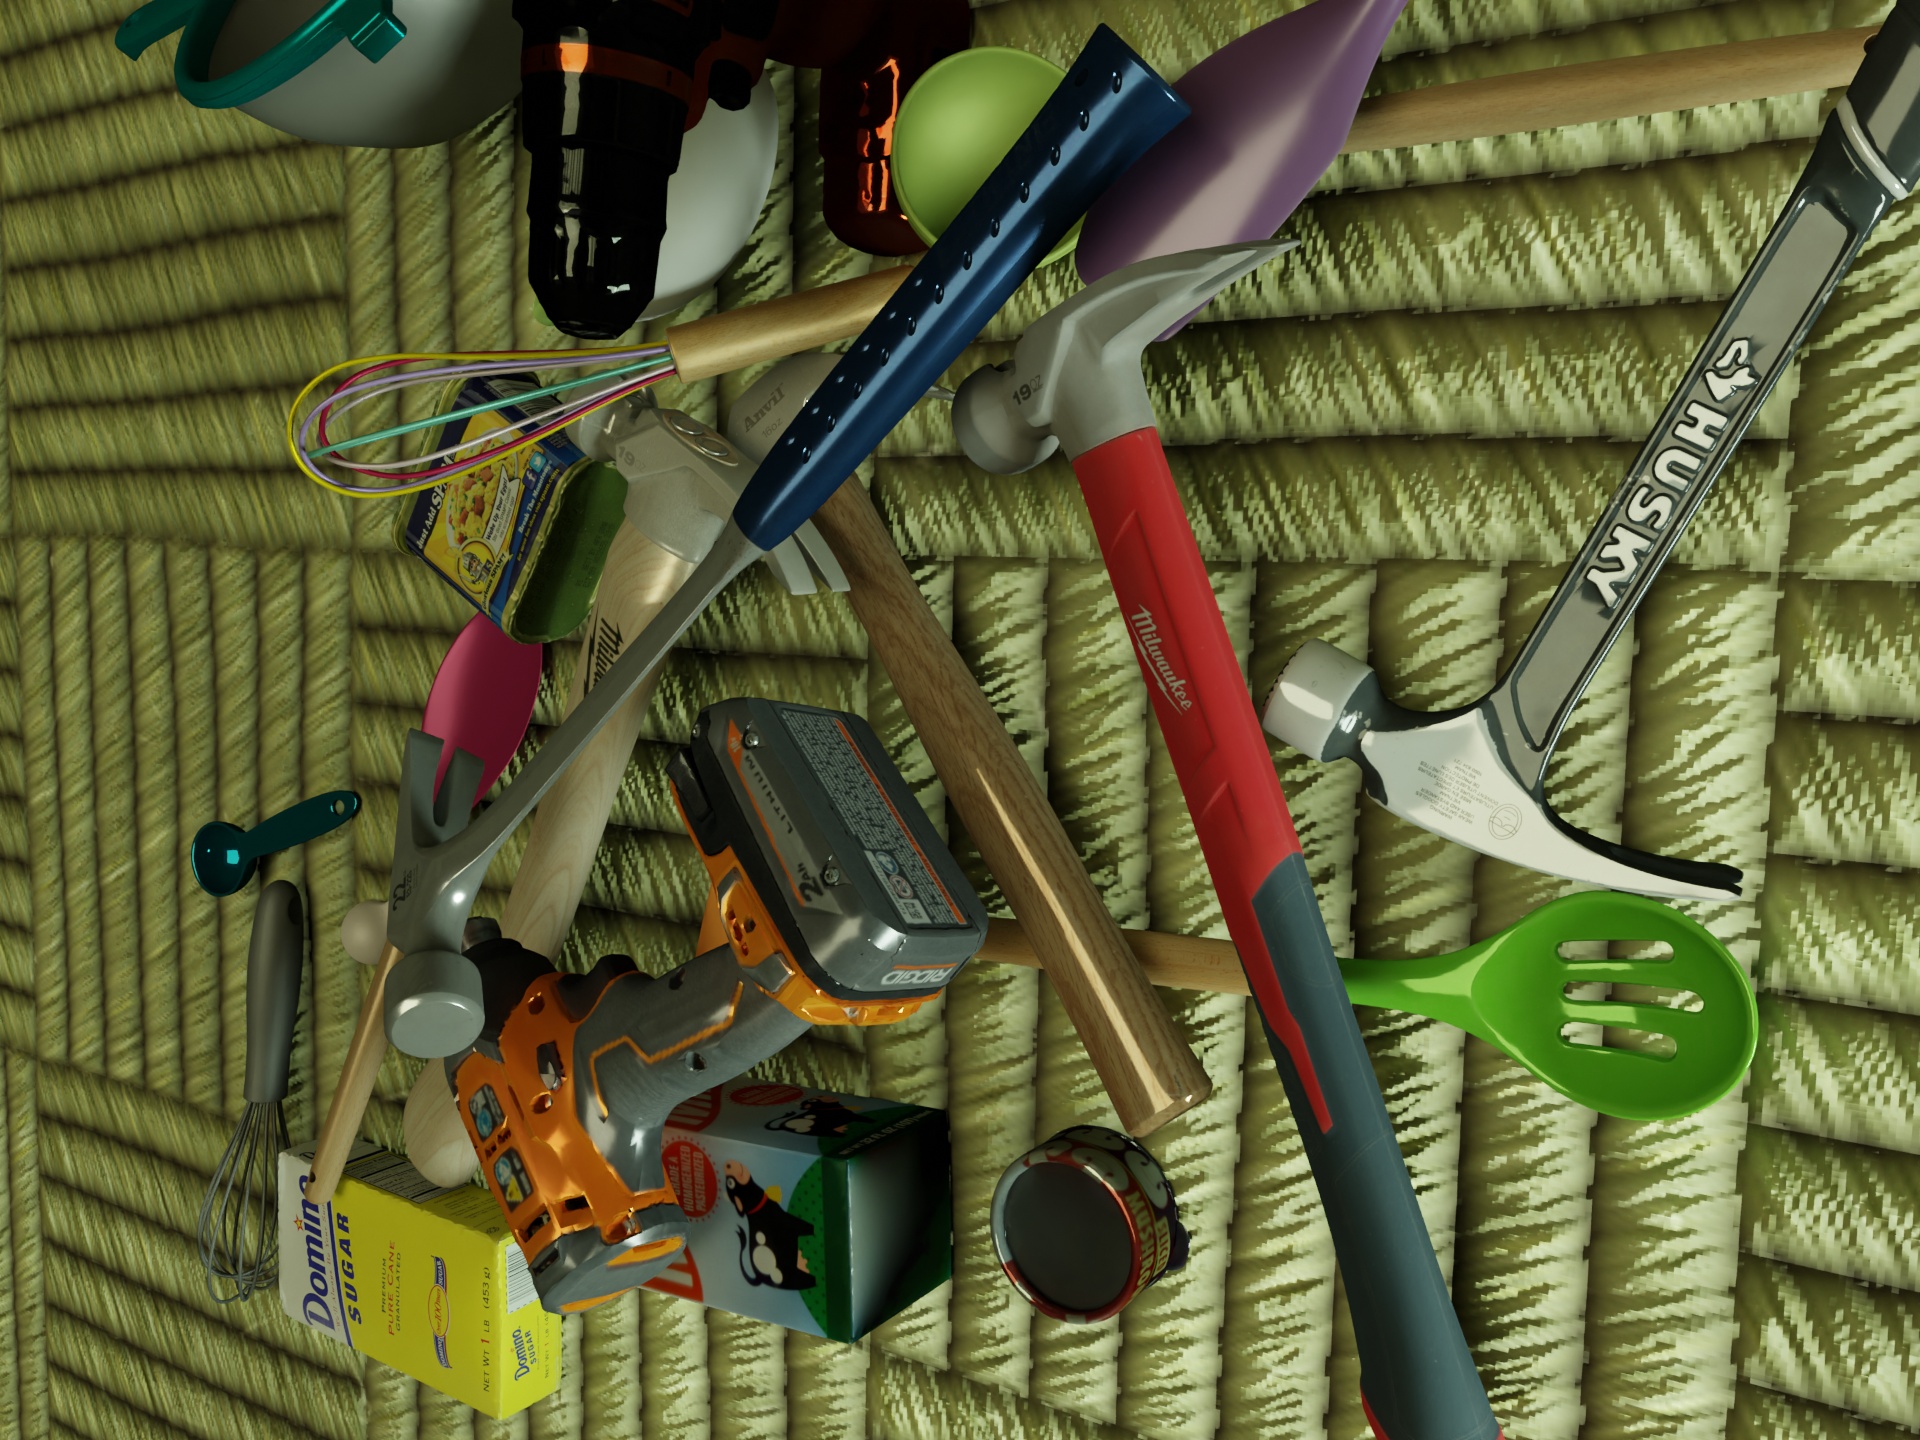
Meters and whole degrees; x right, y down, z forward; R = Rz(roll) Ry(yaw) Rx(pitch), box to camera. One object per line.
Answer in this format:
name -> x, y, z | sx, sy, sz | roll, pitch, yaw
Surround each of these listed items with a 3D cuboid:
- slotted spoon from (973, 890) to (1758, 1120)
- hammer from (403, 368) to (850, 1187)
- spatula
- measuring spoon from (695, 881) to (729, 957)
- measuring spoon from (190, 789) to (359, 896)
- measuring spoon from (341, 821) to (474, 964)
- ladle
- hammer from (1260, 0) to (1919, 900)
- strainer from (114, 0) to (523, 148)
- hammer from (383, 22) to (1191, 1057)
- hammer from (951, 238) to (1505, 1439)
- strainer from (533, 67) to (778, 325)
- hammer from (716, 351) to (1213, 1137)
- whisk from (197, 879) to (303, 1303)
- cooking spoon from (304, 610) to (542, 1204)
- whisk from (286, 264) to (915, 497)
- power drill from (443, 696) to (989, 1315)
slotted spoon -> 0.107, 0.085, 0.555 | 0.314, 0.031, 0.070 | 1, 95, 35
hammer -> -0.172, 0.063, 0.702 | 0.146, 0.038, 0.410 | 41, 120, 28
spatula -> 0.149, -0.246, 0.469 | 0.316, 0.018, 0.060 | -46, 74, 15
measuring spoon -> -0.109, 0.093, 0.702 | 0.021, 0.011, 0.117 | 18, 104, 30
measuring spoon -> -0.369, 0.062, 0.868 | 0.128, 0.021, 0.042 | -21, 84, 23
measuring spoon -> -0.281, 0.087, 0.808 | 0.124, 0.018, 0.034 | -39, 74, 28
ladle -> 0.122, -0.192, 0.504 | 0.320, 0.062, 0.078 | 3, 95, 30
hammer -> 0.238, -0.132, 0.429 | 0.149, 0.036, 0.408 | 33, 113, 18
strainer -> -0.272, -0.317, 0.716 | 0.340, 0.095, 0.211 | 5, 65, 41
hammer -> -0.080, -0.062, 0.544 | 0.405, 0.035, 0.144 | -46, 39, 20
hammer -> 0.104, 0.052, 0.490 | 0.143, 0.038, 0.386 | -18, 91, 58
strainer -> -0.095, -0.267, 0.632 | 0.256, 0.069, 0.151 | -69, 21, 2
hammer -> -0.001, -0.002, 0.598 | 0.130, 0.031, 0.331 | -40, 68, 28
whisk -> -0.383, 0.204, 0.870 | 0.055, 0.055, 0.239 | 11, 96, 32
cooking spoon -> -0.267, 0.093, 0.778 | 0.069, 0.017, 0.319 | 26, 99, 30
whisk -> -0.130, -0.135, 0.599 | 0.245, 0.051, 0.047 | -17, 92, -7
power drill -> -0.113, 0.094, 0.598 | 0.226, 0.084, 0.164 | -45, 61, 22
